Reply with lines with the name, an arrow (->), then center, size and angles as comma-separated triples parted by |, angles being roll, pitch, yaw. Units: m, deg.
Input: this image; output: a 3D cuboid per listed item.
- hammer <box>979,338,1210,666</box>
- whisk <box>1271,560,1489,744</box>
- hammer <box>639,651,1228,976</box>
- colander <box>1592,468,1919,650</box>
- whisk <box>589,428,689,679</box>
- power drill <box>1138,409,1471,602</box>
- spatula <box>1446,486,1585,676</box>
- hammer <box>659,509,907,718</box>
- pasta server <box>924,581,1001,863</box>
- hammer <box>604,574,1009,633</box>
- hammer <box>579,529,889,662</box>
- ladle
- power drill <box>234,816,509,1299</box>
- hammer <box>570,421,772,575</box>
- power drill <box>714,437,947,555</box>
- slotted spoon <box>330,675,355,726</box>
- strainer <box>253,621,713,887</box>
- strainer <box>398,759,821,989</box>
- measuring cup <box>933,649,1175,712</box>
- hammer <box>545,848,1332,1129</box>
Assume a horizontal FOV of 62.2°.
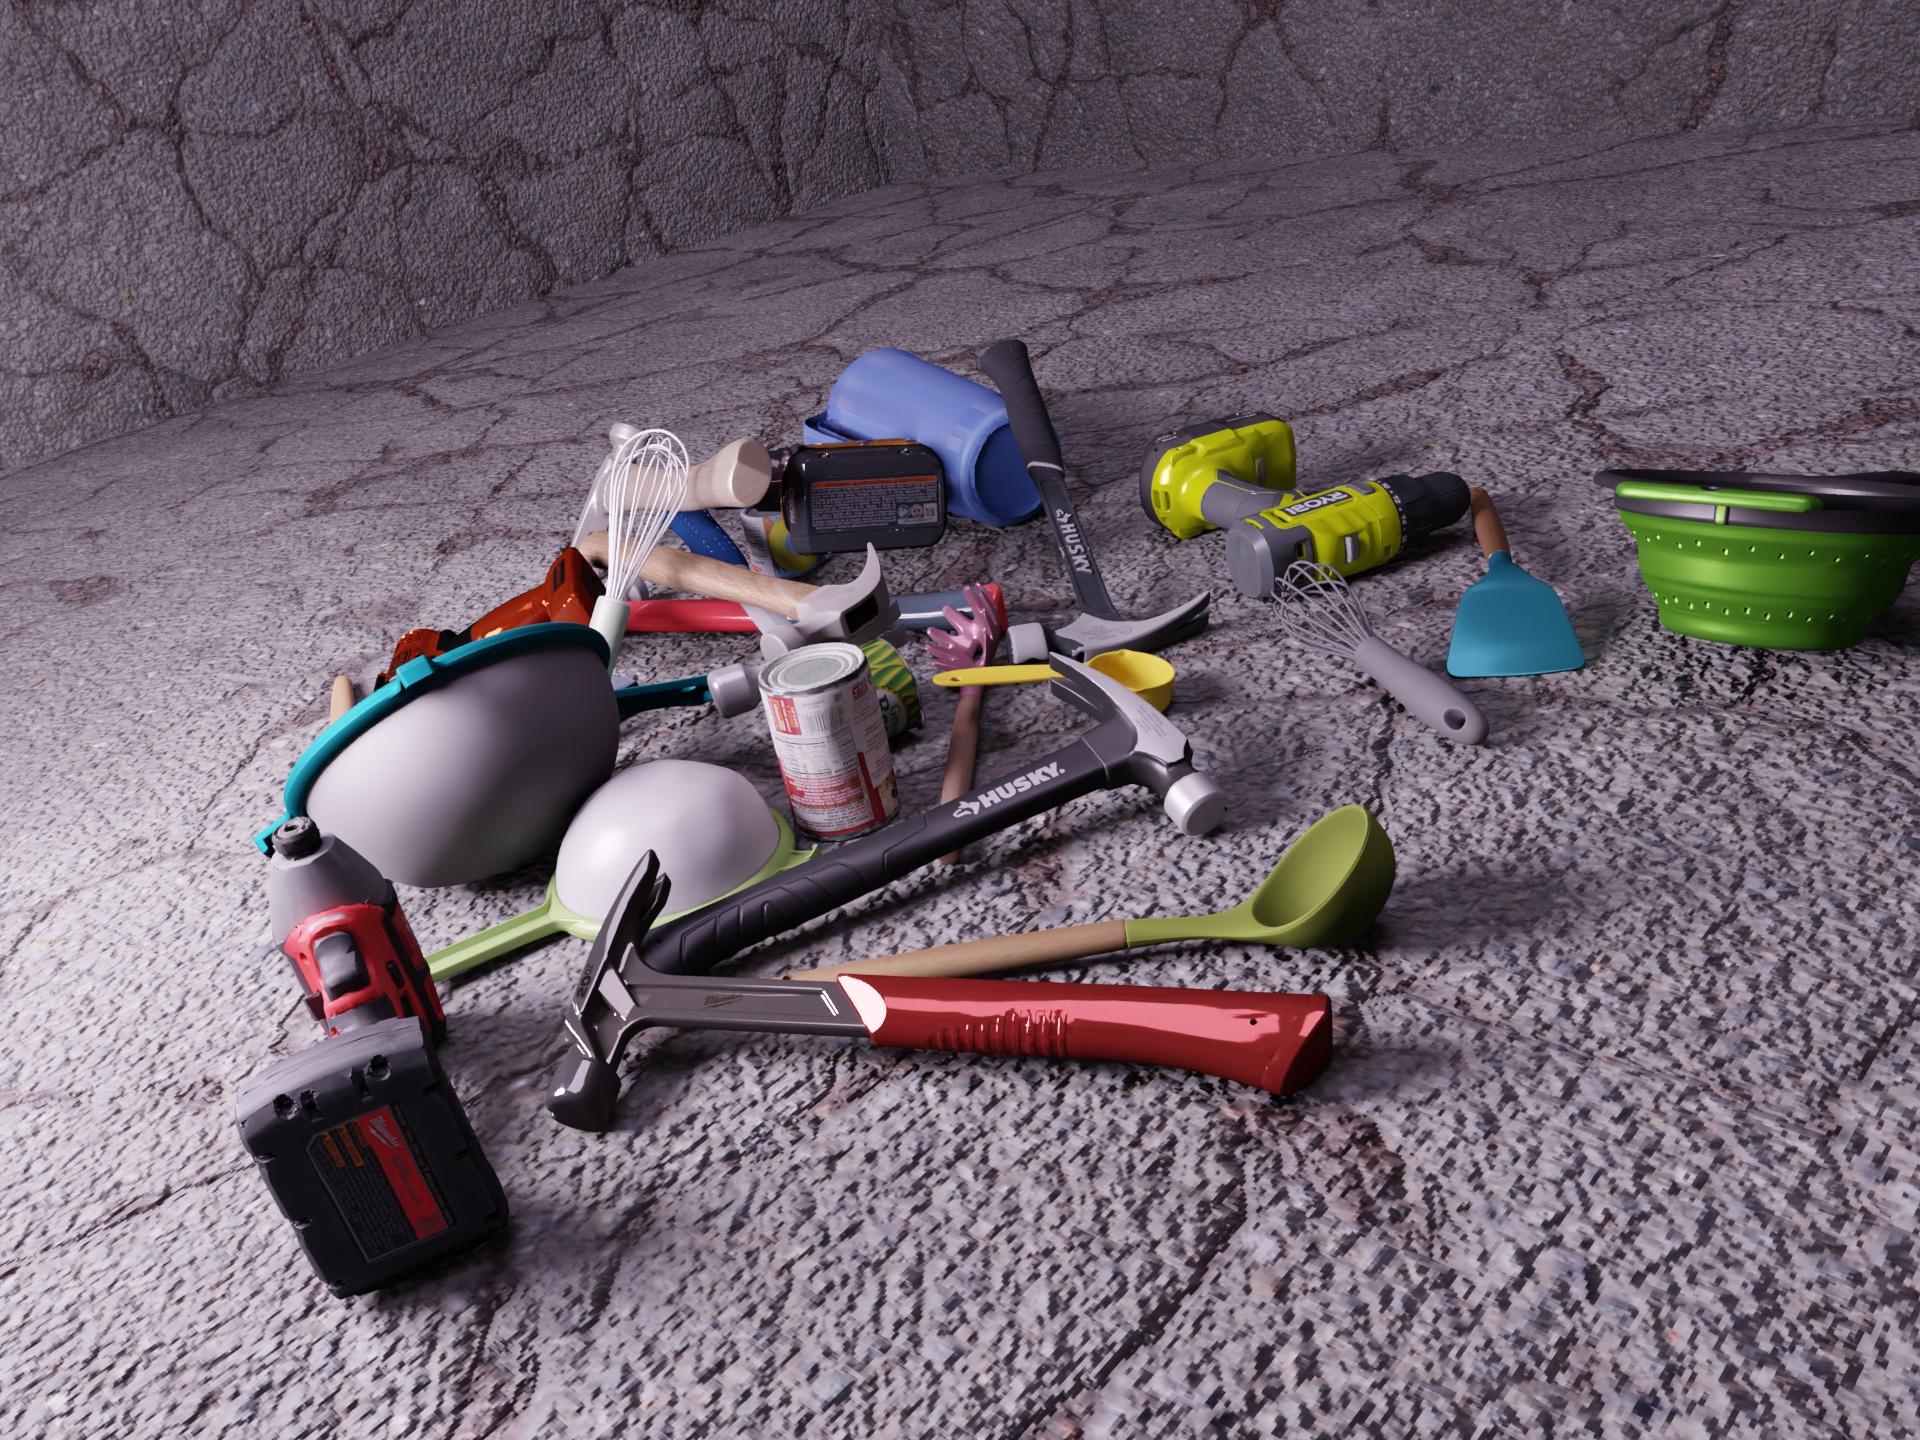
hammer -> 0.076, -0.185, 1.245 | 0.149, 0.036, 0.409 | -8, 44, -5
whisk -> 0.263, -0.044, 1.008 | 0.055, 0.055, 0.239 | -17, 30, -11
hammer -> -0.030, 0.065, 0.882 | 0.335, 0.035, 0.146 | -23, 47, -16
colander -> 0.534, -0.105, 0.994 | 0.205, 0.094, 0.397 | 14, 18, 43
whisk -> -0.246, -0.092, 1.137 | 0.059, 0.246, 0.057 | 13, -7, 13
power drill -> 0.260, -0.173, 1.238 | 0.190, 0.080, 0.229 | -19, 29, -15
spatula -> 0.377, -0.109, 1.122 | 0.082, 0.044, 0.318 | -4, 22, 15
hammer -> -0.168, -0.111, 1.241 | 0.144, 0.035, 0.406 | -20, 29, -14
pasta server -> -0.002, -0.003, 1.038 | 0.060, 0.040, 0.316 | -42, 18, 23
hammer -> -0.150, -0.076, 1.248 | 0.386, 0.038, 0.143 | 1, 29, 24
hammer -> -0.177, -0.104, 1.161 | 0.130, 0.031, 0.331 | -34, 34, -33
ladle -> 0.054, 0.099, 0.787 | 0.320, 0.062, 0.078 | -10, 18, 8
power drill -> -0.278, 0.142, 0.734 | 0.078, 0.143, 0.220 | -21, 29, -15
hammer -> -0.243, -0.180, 1.301 | 0.038, 0.146, 0.411 | 21, -3, -27
power drill -> -0.113, -0.185, 1.268 | 0.185, 0.084, 0.226 | -5, 15, -12
slotted spoon -> -0.463, 0.013, 1.192 | 0.070, 0.031, 0.314 | -57, 27, 3
strainer -> -0.252, 0.029, 1.011 | 0.211, 0.095, 0.340 | -40, -13, 30
strainer -> -0.220, 0.082, 0.914 | 0.256, 0.069, 0.152 | -23, 28, -27
measuring cup -> 0.061, -0.020, 1.030 | 0.156, 0.029, 0.062 | -2, 27, -2
hammer -> -0.011, 0.129, 0.742 | 0.359, 0.036, 0.149 | -1, 46, 16
